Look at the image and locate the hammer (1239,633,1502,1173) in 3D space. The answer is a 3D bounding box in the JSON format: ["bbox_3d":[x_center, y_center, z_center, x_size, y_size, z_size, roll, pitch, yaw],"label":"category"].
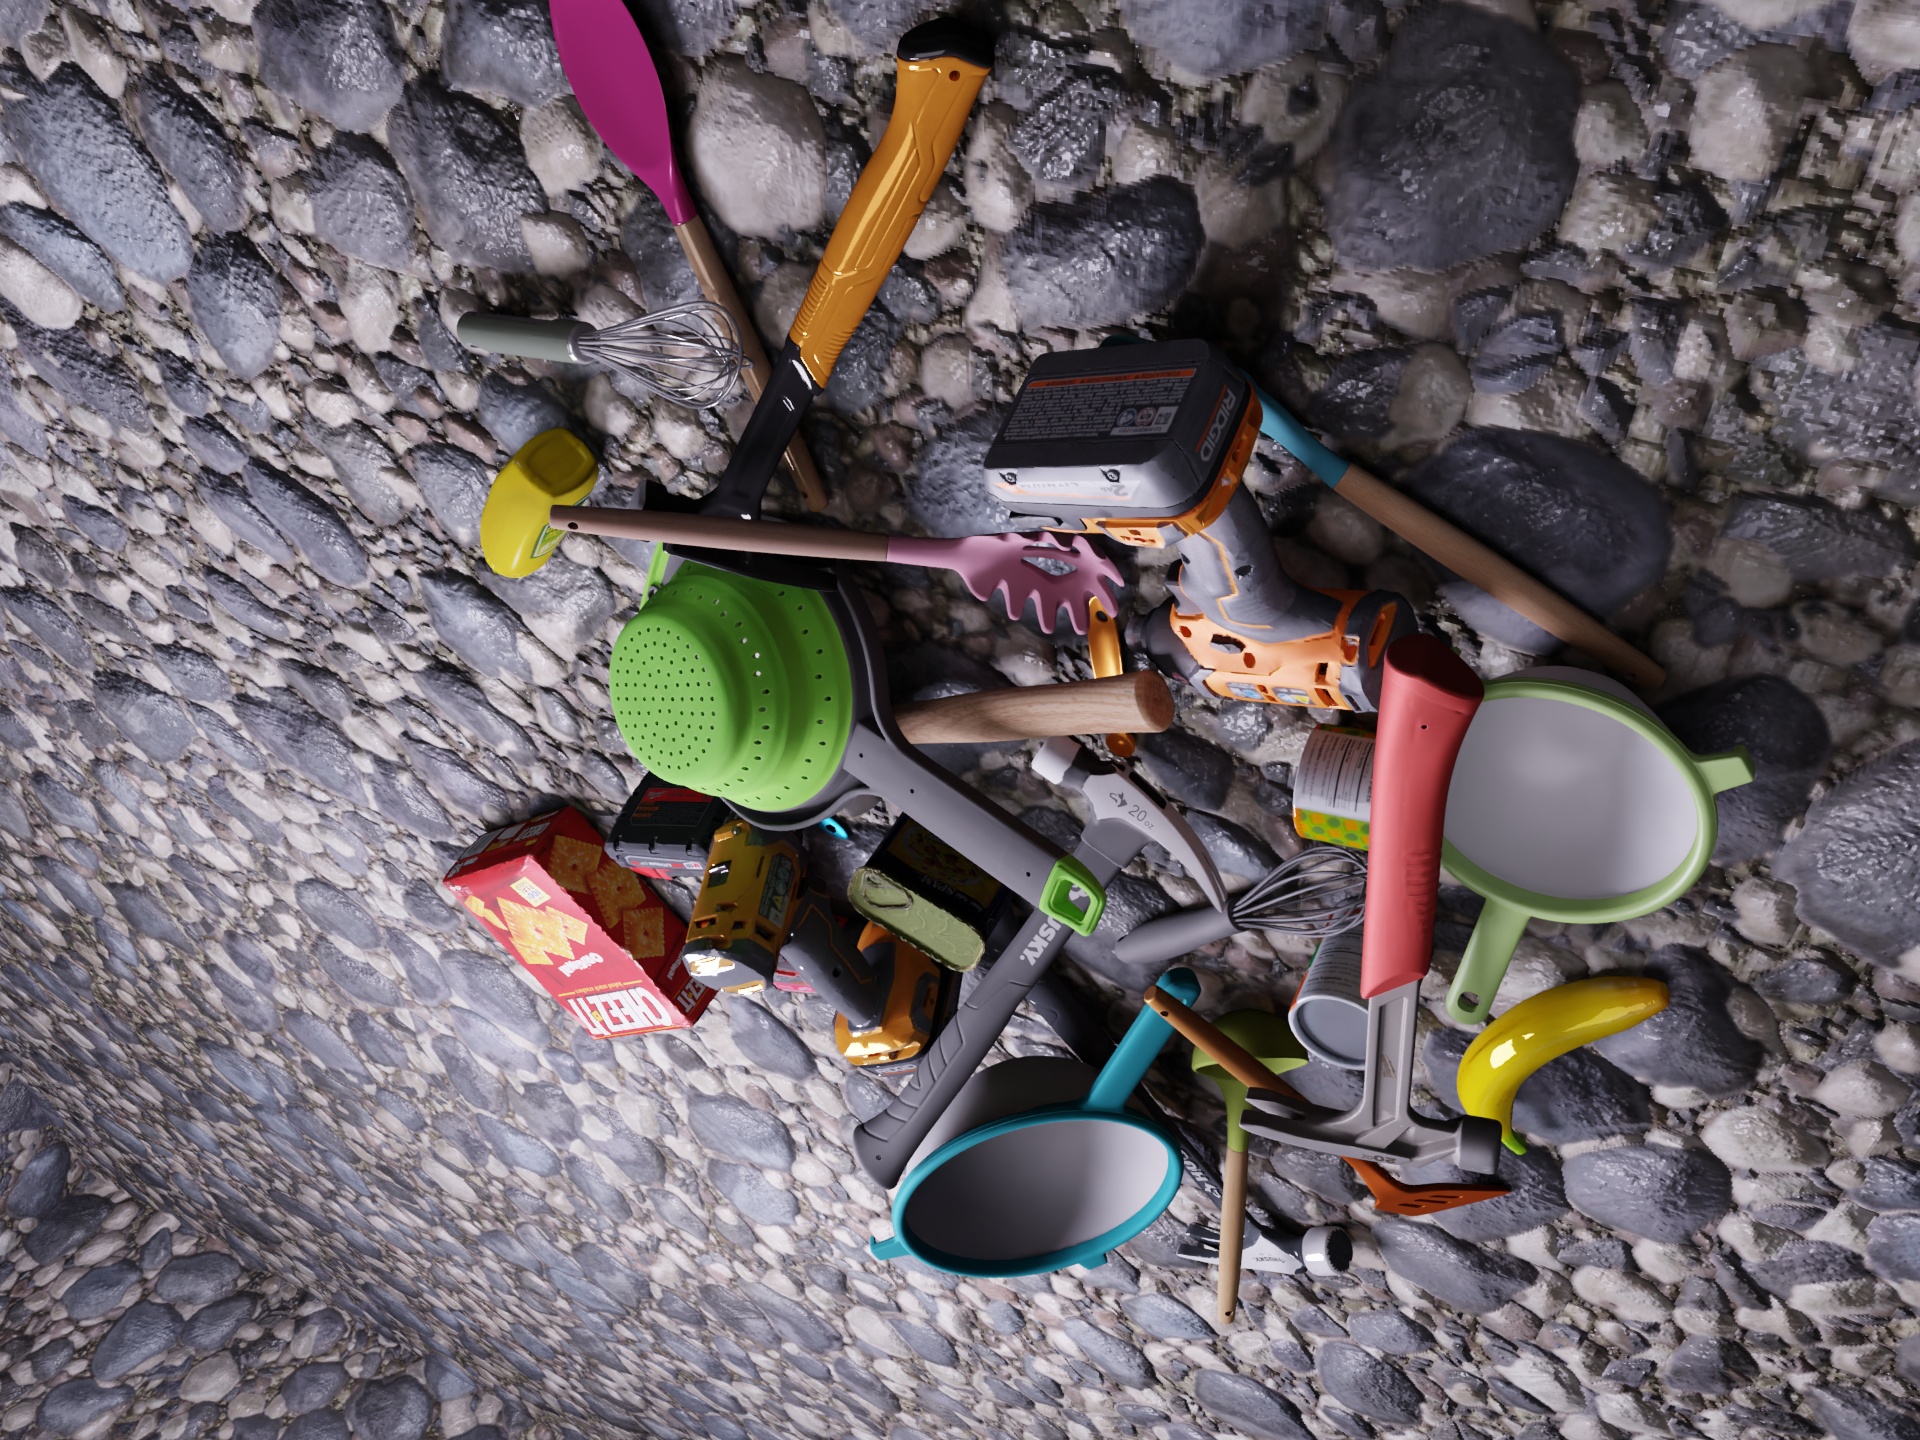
[{"bbox_3d":[0.223,0.110,0.843,0.149,0.037,0.358,7,129,19],"label":"hammer"}]

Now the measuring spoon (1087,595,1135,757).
[{"bbox_3d":[0.091,-0.027,0.947,0.021,0.011,0.116,13,132,32],"label":"measuring spoon"}]

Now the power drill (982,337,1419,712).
[{"bbox_3d":[0.109,-0.082,0.782,0.164,0.084,0.226,7,154,44],"label":"power drill"}]

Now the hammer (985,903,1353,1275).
[{"bbox_3d":[0.127,0.280,1.199,0.149,0.036,0.408,-21,114,46],"label":"hammer"}]

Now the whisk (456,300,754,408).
[{"bbox_3d":[-0.215,-0.221,0.932,0.246,0.057,0.059,15,103,35],"label":"whisk"}]

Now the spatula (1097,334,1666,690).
[{"bbox_3d":[0.202,-0.096,0.773,0.317,0.044,0.082,33,157,1],"label":"spatula"}]

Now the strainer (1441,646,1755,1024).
[{"bbox_3d":[0.302,0.063,0.835,0.151,0.069,0.256,22,138,19],"label":"strainer"}]

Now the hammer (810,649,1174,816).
[{"bbox_3d":[-0.002,-0.003,0.977,0.331,0.031,0.130,-6,121,50],"label":"hammer"}]

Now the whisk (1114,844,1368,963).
[{"bbox_3d":[0.175,0.126,1.007,0.055,0.055,0.239,46,143,-12],"label":"whisk"}]

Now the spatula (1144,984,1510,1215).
[{"bbox_3d":[0.235,0.258,1.046,0.322,0.041,0.081,40,133,-21],"label":"spatula"}]

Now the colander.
[{"bbox_3d":[-0.089,0.018,0.952,0.397,0.094,0.204,34,120,27],"label":"colander"}]

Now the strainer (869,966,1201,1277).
[{"bbox_3d":[0.072,0.263,1.120,0.211,0.095,0.340,11,127,-22],"label":"strainer"}]

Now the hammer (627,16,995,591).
[{"bbox_3d":[-0.063,-0.201,0.824,0.127,0.034,0.336,15,134,-22],"label":"hammer"}]

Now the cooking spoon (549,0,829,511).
[{"bbox_3d":[-0.141,-0.253,0.880,0.069,0.017,0.318,6,132,40],"label":"cooking spoon"}]

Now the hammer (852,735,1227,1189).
[{"bbox_3d":[0.032,0.176,1.021,0.146,0.035,0.334,35,108,6],"label":"hammer"}]

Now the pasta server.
[{"bbox_3d":[-0.068,-0.094,0.879,0.316,0.040,0.060,5,132,-5],"label":"pasta server"}]

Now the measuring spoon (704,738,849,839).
[{"bbox_3d":[-0.140,0.057,1.177,0.128,0.021,0.042,33,140,3],"label":"measuring spoon"}]

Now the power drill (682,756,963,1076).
[{"bbox_3d":[-0.091,0.133,1.127,0.084,0.185,0.226,-17,138,34],"label":"power drill"}]

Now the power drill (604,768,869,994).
[{"bbox_3d":[-0.163,0.132,1.212,0.143,0.079,0.219,-1,138,35],"label":"power drill"}]

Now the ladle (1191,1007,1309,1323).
[{"bbox_3d":[0.200,0.332,1.138,0.078,0.062,0.320,-3,121,0],"label":"ladle"}]
